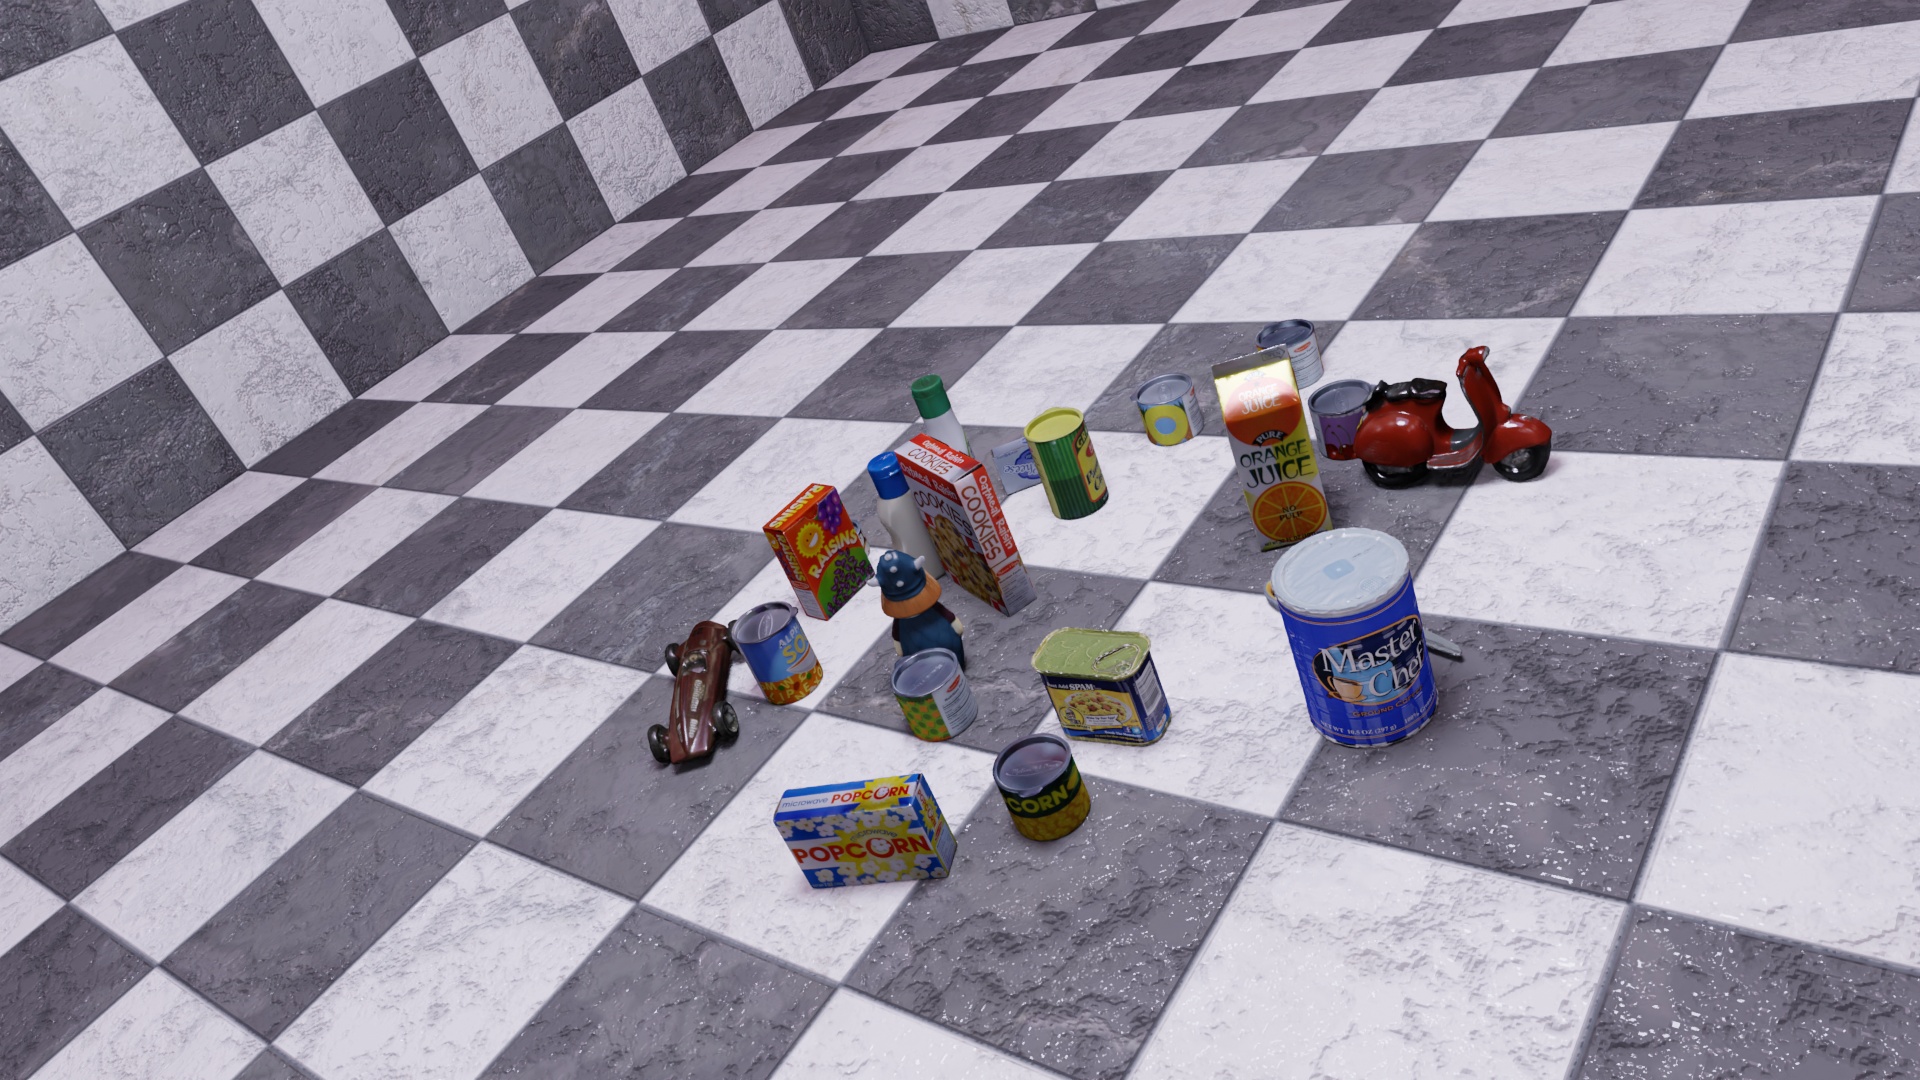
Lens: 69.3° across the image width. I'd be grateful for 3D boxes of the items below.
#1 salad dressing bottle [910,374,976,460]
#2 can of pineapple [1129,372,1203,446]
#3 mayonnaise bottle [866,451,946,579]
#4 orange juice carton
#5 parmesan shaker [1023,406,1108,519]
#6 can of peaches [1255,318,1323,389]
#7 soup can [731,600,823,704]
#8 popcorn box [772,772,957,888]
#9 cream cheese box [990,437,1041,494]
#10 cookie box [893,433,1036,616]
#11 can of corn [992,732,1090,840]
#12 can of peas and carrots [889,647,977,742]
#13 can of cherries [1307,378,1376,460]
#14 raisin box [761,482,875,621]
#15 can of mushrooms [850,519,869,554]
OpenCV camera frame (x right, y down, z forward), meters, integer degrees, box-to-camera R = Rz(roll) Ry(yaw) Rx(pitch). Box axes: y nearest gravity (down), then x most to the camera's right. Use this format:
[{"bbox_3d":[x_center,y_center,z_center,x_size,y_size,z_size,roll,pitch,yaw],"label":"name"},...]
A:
[{"bbox_3d":[-0.015,-0.118,1.588,0.044,0.147,0.064,-22,30,1],"label":"salad dressing bottle"},{"bbox_3d":[0.233,-0.147,1.559,0.071,0.057,0.071,-17,31,10],"label":"can of pineapple"},{"bbox_3d":[-0.055,-0.024,1.465,0.065,0.147,0.041,-33,32,-17],"label":"mayonnaise bottle"},{"bbox_3d":[0.291,-0.092,1.301,0.072,0.192,0.073,-14,31,14],"label":"orange juice carton"},{"bbox_3d":[0.115,-0.084,1.492,0.071,0.102,0.072,-17,31,10],"label":"parmesan shaker"},{"bbox_3d":[0.371,-0.210,1.568,0.071,0.057,0.071,-17,31,10],"label":"can of peaches"},{"bbox_3d":[-0.180,0.112,1.395,0.071,0.083,0.072,-17,31,10],"label":"soup can"},{"bbox_3d":[-0.078,0.237,1.129,0.126,0.085,0.038,-10,32,20],"label":"popcorn box"},{"bbox_3d":[0.091,-0.095,1.574,0.104,0.053,0.024,-21,30,3],"label":"cream cheese box"},{"bbox_3d":[0.005,-0.018,1.396,0.040,0.166,0.123,-33,32,-18],"label":"cookie box"},{"bbox_3d":[0.066,0.201,1.120,0.071,0.058,0.071,-17,31,10],"label":"can of corn"},{"bbox_3d":[-0.026,0.141,1.273,0.071,0.058,0.071,-17,31,10],"label":"can of peas and carrots"},{"bbox_3d":[0.395,-0.123,1.416,0.071,0.058,0.072,-17,31,10],"label":"can of cherries"},{"bbox_3d":[-0.151,0.012,1.495,0.040,0.123,0.086,10,43,43],"label":"raisin box"},{"bbox_3d":[-0.140,0.009,1.581,0.071,0.033,0.071,-16,31,10],"label":"can of mushrooms"}]
